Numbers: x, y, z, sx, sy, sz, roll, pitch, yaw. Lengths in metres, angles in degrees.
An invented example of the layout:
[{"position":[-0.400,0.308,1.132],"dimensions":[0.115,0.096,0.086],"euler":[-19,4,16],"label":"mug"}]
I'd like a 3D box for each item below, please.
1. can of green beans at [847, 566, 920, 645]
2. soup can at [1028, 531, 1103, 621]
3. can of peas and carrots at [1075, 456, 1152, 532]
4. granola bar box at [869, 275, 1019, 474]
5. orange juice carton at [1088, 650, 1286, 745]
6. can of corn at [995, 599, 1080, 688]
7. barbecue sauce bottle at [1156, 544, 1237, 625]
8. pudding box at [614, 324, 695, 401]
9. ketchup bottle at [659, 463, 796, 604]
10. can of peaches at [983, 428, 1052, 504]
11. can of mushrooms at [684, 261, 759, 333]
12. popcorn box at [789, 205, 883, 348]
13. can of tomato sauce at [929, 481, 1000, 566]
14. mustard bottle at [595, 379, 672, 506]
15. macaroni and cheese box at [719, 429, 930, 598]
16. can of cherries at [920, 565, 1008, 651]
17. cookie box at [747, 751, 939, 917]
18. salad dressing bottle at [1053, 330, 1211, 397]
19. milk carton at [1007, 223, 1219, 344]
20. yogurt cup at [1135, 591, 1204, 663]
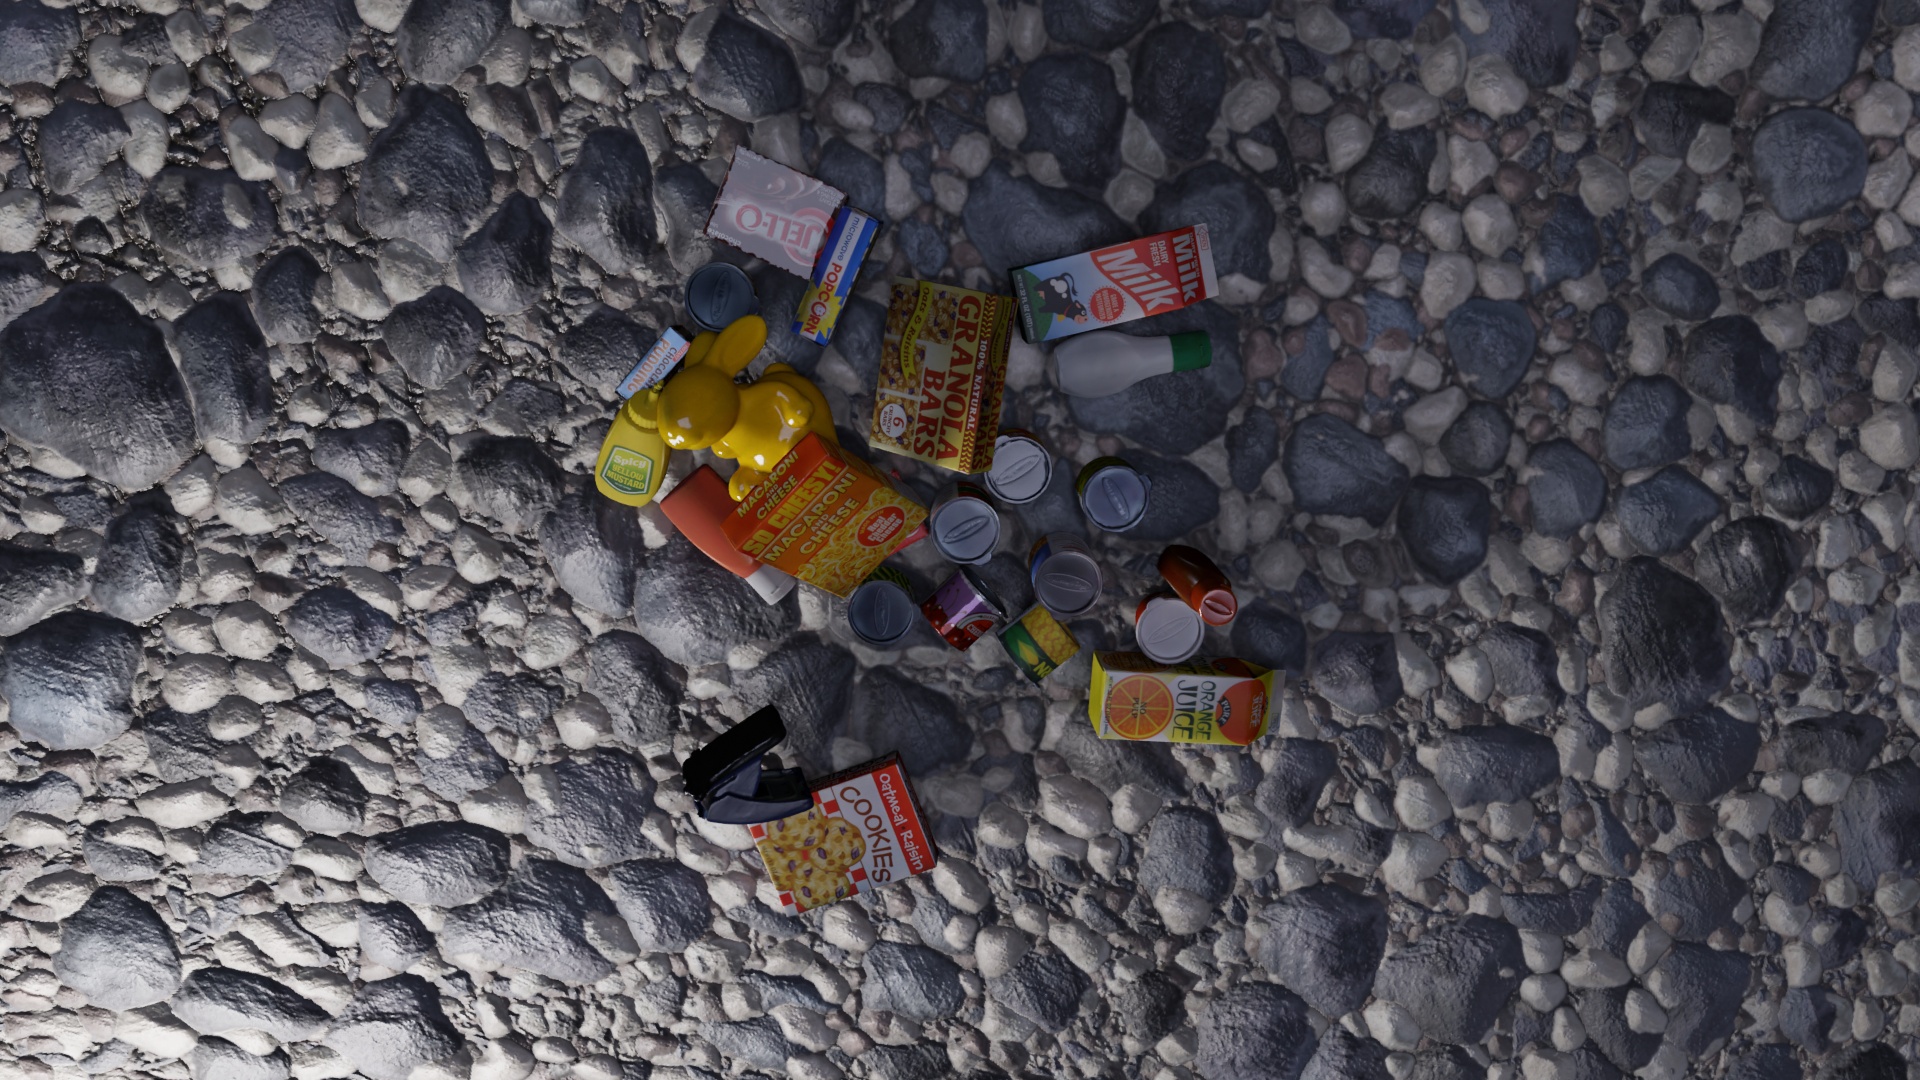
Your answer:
[{"position":[-0.078,0.064,1.376],"dimensions":[0.071,0.058,0.071],"euler":[0,103,-2],"label":"can of green beans"},{"position":[0.101,0.034,1.363],"dimensions":[0.071,0.084,0.071],"euler":[0,103,-2],"label":"soup can"},{"position":[0.150,-0.048,1.359],"dimensions":[0.071,0.059,0.070],"euler":[-1,103,-3],"label":"can of peas and carrots"},{"position":[-0.017,-0.157,1.306],"dimensions":[0.124,0.039,0.165],"euler":[17,105,33],"label":"granola bar box"},{"position":[0.231,0.159,1.401],"dimensions":[0.193,0.073,0.071],"euler":[3,102,-3],"label":"orange juice carton"},{"position":[0.079,0.102,1.385],"dimensions":[0.058,0.071,0.071],"euler":[-39,101,6],"label":"can of corn"},{"position":[0.232,0.044,1.337],"dimensions":[0.065,0.149,0.043],"euler":[26,100,-8],"label":"barbecue sauce bottle"},{"position":[-0.287,-0.165,1.321],"dimensions":[0.030,0.050,0.083],"euler":[42,97,-9],"label":"pudding box"},{"position":[-0.223,-0.002,1.363],"dimensions":[0.064,0.043,0.148],"euler":[-40,101,8],"label":"ketchup bottle"},{"position":[0.053,-0.075,1.350],"dimensions":[0.071,0.058,0.071],"euler":[0,103,-1],"label":"can of peaches"},{"position":[-0.224,-0.230,1.317],"dimensions":[0.071,0.033,0.071],"euler":[0,102,-2],"label":"can of mushrooms"},{"position":[-0.114,-0.247,1.291],"dimensions":[0.038,0.085,0.126],"euler":[24,101,-6],"label":"popcorn box"},{"position":[0.005,-0.017,1.348],"dimensions":[0.071,0.083,0.071],"euler":[0,103,-2],"label":"can of tomato sauce"},{"position":[-0.299,-0.096,1.295],"dimensions":[0.065,0.049,0.159],"euler":[20,139,-10],"label":"mustard bottle"},{"position":[-0.122,-0.021,1.280],"dimensions":[0.123,0.040,0.166],"euler":[-45,145,11],"label":"macaroni and cheese box"},{"position":[0.004,0.069,1.374],"dimensions":[0.058,0.071,0.071],"euler":[-43,101,8],"label":"can of cherries"},{"position":[-0.121,0.303,1.437],"dimensions":[0.167,0.040,0.122],"euler":[-19,103,3],"label":"cookie box"},{"position":[0.166,-0.175,1.340],"dimensions":[0.148,0.044,0.064],"euler":[-8,101,-2],"label":"salad dressing bottle"},{"position":[0.145,-0.243,1.308],"dimensions":[0.191,0.073,0.072],"euler":[-13,102,1],"label":"milk carton"},{"position":[0.206,0.084,1.393],"dimensions":[0.072,0.054,0.072],"euler":[0,103,-2],"label":"yogurt cup"}]
